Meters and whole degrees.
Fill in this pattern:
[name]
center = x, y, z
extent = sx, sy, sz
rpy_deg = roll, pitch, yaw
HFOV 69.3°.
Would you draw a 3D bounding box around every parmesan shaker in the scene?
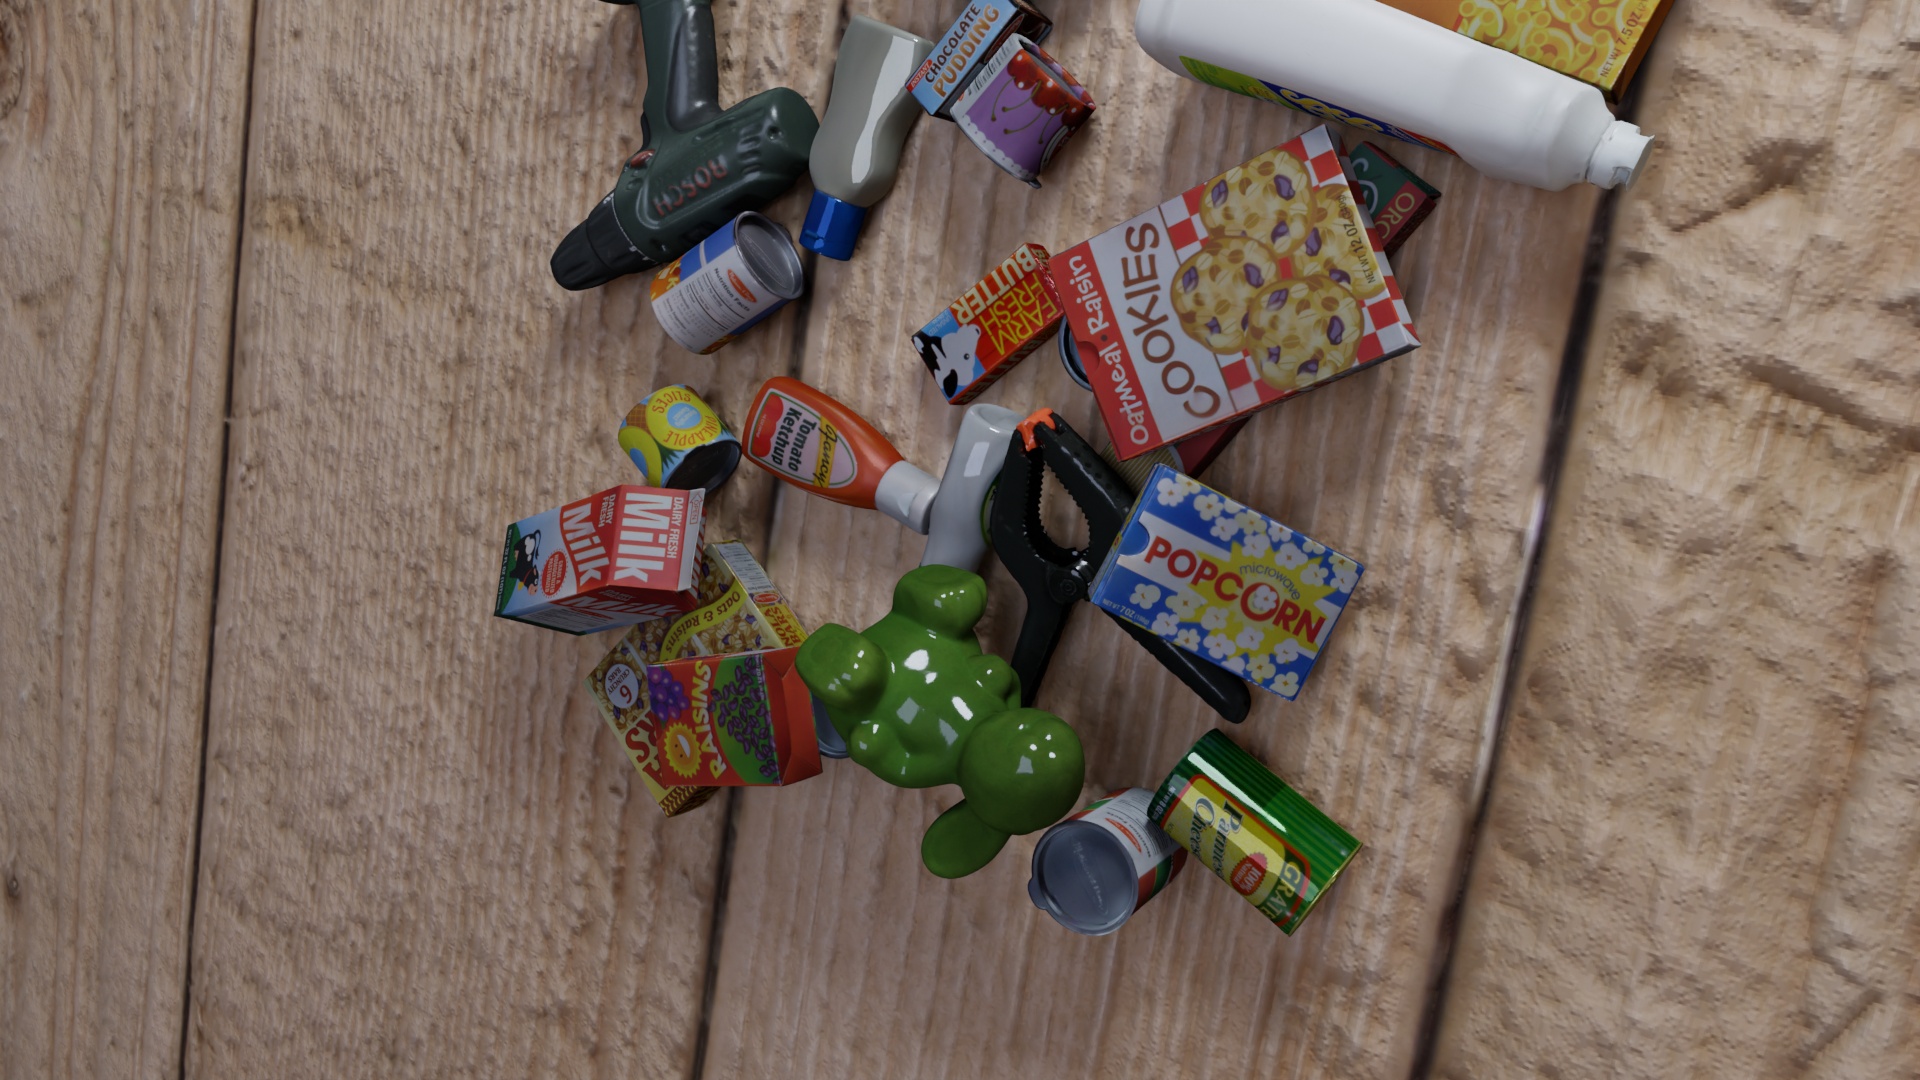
[parmesan shaker]
center = 0.164, 0.166, 0.787
extent = 0.103, 0.071, 0.071
rpy_deg = 38, 111, 21

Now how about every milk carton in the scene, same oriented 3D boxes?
[milk carton]
center = -0.239, 0.014, 0.961
extent = 0.190, 0.073, 0.072
rpy_deg = -13, 66, 42

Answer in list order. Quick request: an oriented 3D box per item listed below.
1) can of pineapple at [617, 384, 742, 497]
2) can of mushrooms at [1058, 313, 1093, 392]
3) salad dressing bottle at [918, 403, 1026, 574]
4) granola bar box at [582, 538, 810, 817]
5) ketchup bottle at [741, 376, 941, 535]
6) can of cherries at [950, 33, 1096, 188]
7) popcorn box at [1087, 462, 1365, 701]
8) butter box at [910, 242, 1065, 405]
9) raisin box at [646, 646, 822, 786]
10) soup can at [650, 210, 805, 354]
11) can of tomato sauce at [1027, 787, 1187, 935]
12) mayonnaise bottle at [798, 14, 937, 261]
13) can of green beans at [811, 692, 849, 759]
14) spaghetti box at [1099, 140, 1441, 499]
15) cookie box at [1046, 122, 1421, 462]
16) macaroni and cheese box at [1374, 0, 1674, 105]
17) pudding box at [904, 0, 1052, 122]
[can of pineapple]
center = -0.195, -0.067, 0.965
extent = 0.058, 0.071, 0.070
rpy_deg = 49, 115, 17
[can of mushrooms]
center = 0.096, -0.117, 0.818
extent = 0.071, 0.033, 0.071
rpy_deg = 2, 95, 29
[salad dressing bottle]
center = 0.003, -0.011, 0.866
extent = 0.044, 0.064, 0.147
rpy_deg = 27, 115, 15
[granola bar box]
center = -0.181, 0.098, 0.988
extent = 0.165, 0.039, 0.124
rpy_deg = -44, 73, 24
[ketchup bottle]
center = -0.074, -0.052, 0.913
extent = 0.149, 0.043, 0.064
rpy_deg = 29, 107, 23
[can of cherries]
center = 0.039, -0.254, 0.822
extent = 0.058, 0.071, 0.071
rpy_deg = -46, 73, 24
[popcorn box]
center = 0.145, 0.022, 0.764
extent = 0.127, 0.038, 0.085
rpy_deg = 26, 97, -3
[butter box]
center = 0.022, -0.134, 0.863
extent = 0.103, 0.024, 0.053
rpy_deg = -36, 77, 27
[raisin box]
center = -0.151, 0.117, 0.914
extent = 0.123, 0.040, 0.086
rpy_deg = -9, 90, 41
[soup can]
center = -0.156, -0.174, 0.938
extent = 0.083, 0.071, 0.071
rpy_deg = -27, 82, 29
[can of tomato sauce]
center = 0.088, 0.188, 0.820
extent = 0.071, 0.083, 0.071
rpy_deg = 3, 96, 29
[mayonnaise bottle]
center = -0.064, -0.255, 0.892
extent = 0.065, 0.041, 0.147
rpy_deg = 30, 109, 25
[can of green beans]
center = -0.067, 0.105, 0.914
extent = 0.071, 0.058, 0.071
rpy_deg = 3, 96, 29
[spaghetti box]
center = 0.164, -0.110, 0.784
extent = 0.050, 0.029, 0.249
rpy_deg = 46, 114, 17
[cookie box]
center = 0.143, -0.129, 0.750
extent = 0.167, 0.040, 0.123
rpy_deg = -22, 85, 27
[macaroni and cheese box]
center = 0.279, -0.310, 0.695
extent = 0.167, 0.040, 0.123
rpy_deg = 32, 108, 23
[pudding box]
center = 0.011, -0.294, 0.841
extent = 0.083, 0.050, 0.030
rpy_deg = -45, 75, 25
